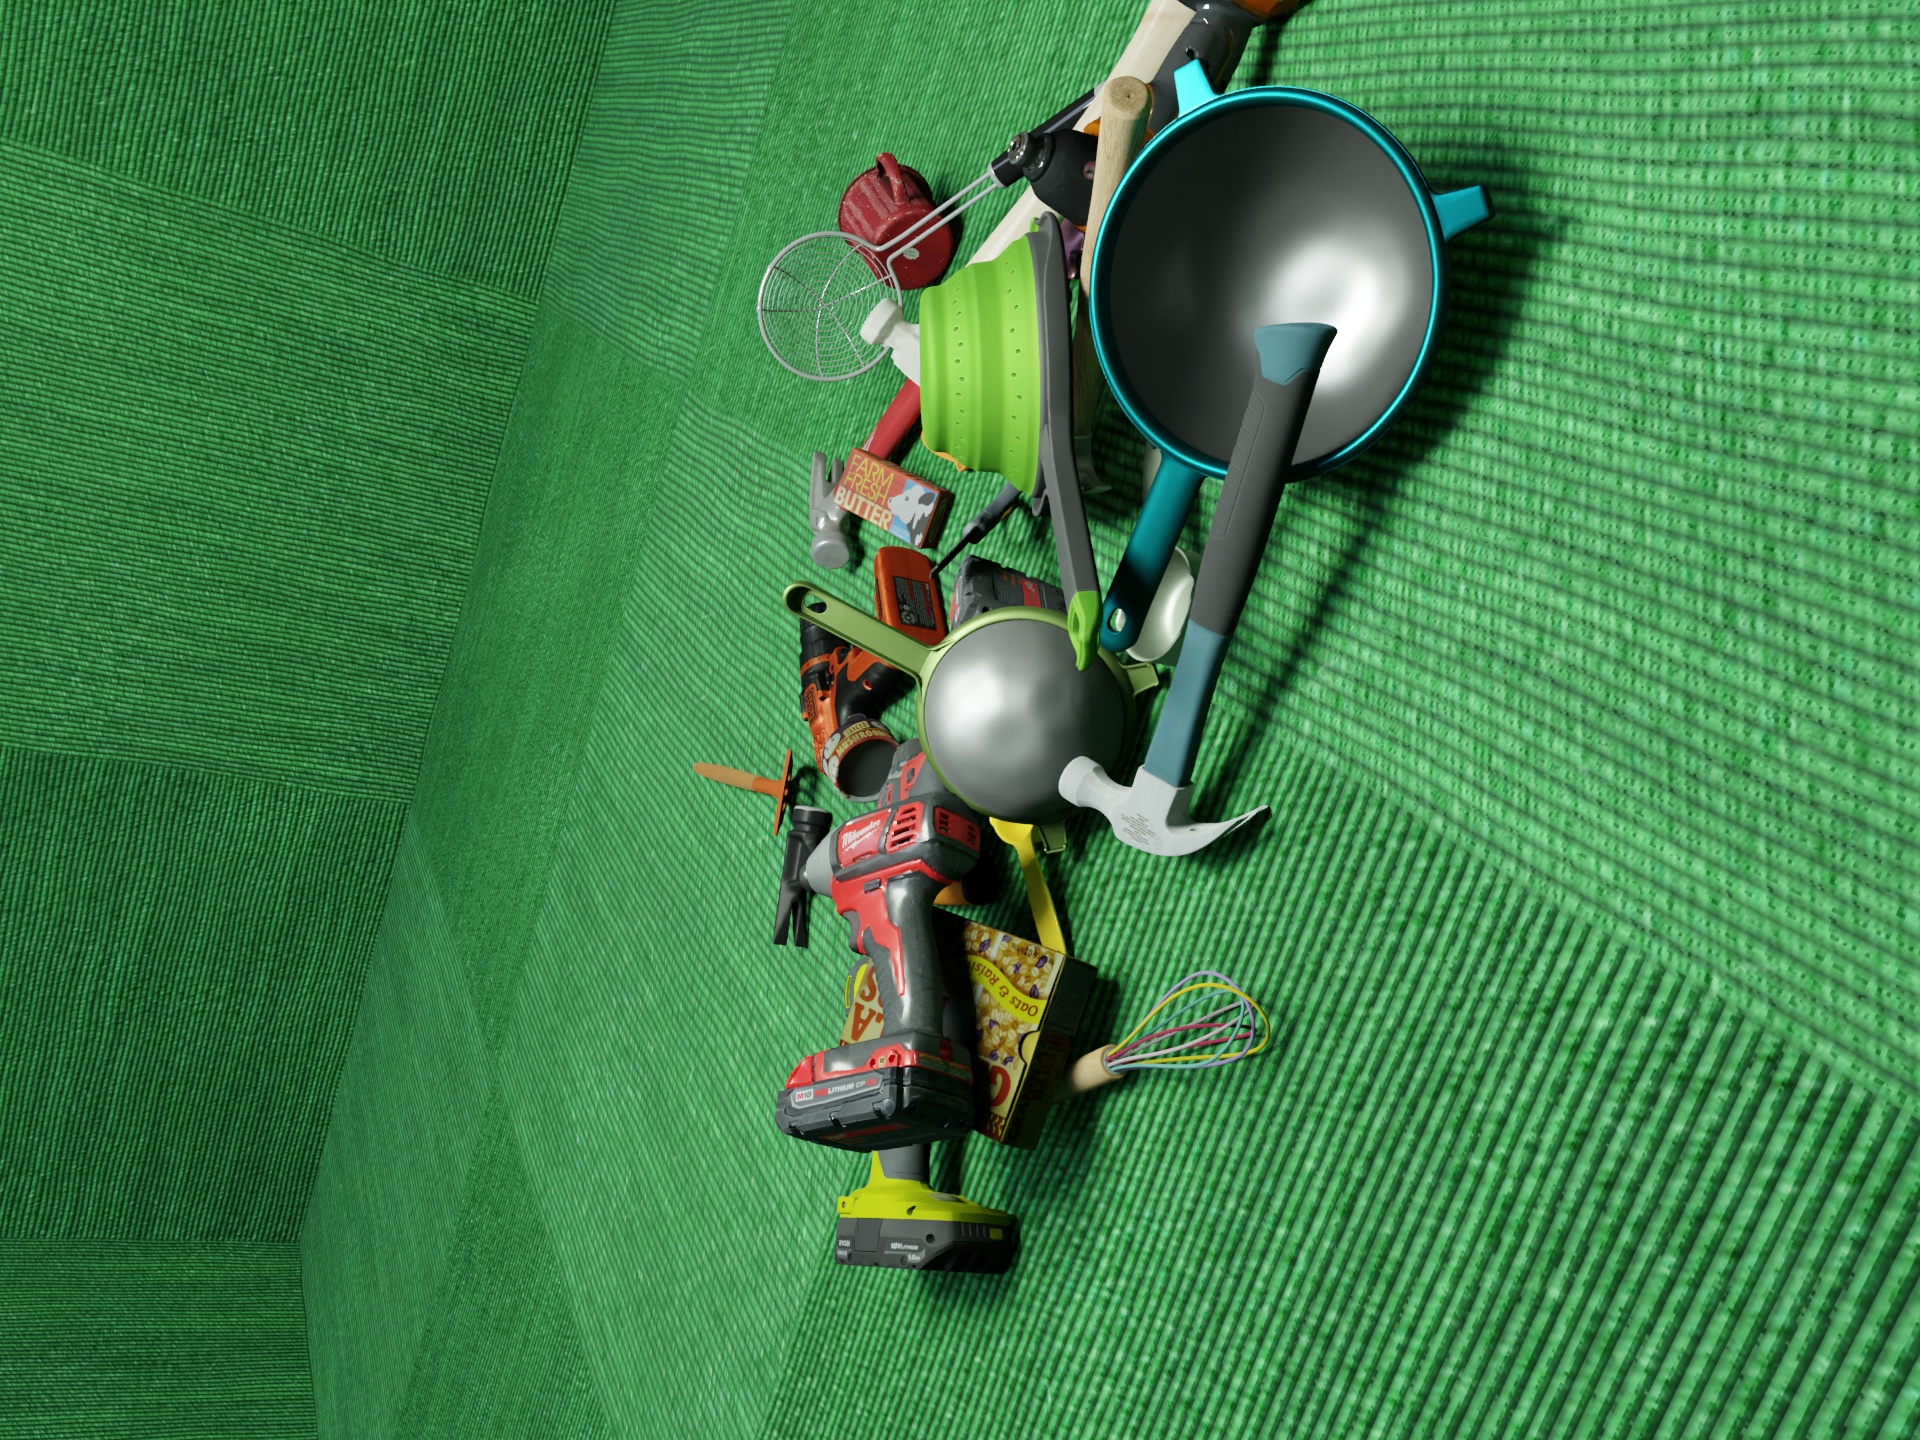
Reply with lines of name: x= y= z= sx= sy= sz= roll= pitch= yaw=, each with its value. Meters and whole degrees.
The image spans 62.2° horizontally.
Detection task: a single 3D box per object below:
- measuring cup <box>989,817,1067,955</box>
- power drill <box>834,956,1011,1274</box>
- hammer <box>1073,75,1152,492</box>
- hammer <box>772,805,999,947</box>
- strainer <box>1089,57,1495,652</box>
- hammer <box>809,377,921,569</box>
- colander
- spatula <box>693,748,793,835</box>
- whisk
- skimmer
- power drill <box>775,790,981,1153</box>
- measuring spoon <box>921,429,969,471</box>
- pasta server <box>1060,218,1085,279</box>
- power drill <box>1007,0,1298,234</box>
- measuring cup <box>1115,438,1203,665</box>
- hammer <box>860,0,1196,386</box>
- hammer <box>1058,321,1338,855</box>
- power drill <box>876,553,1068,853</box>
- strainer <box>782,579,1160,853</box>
measuring cup: x=0.060 y=0.104 z=1.109 sx=0.062 sy=0.029 sz=0.157 roll=-40 pitch=57 yaw=46
power drill: x=-0.013 y=0.267 z=1.120 sx=0.190 sy=0.080 sz=0.229 roll=-19 pitch=61 yaw=48
hammer: x=0.087 y=-0.266 z=1.028 sx=0.331 sy=0.031 sz=0.130 roll=94 pitch=172 yaw=-61
hammer: x=-0.068 y=0.134 z=1.306 sx=0.337 sy=0.034 sz=0.127 roll=-5 pitch=75 yaw=60
strainer: x=0.166 y=-0.192 z=0.933 sx=0.211 sy=0.095 sz=0.340 roll=34 pitch=123 yaw=22
hammer: x=-0.035 y=-0.304 z=1.396 sx=0.386 sy=0.038 sz=0.143 roll=-48 pitch=34 yaw=40
colander: x=0.025 y=-0.181 z=1.034 sx=0.204 sy=0.094 sz=0.398 roll=91 pitch=176 yaw=-47
spatula: x=-0.219 y=0.060 z=1.594 sx=0.323 sy=0.041 sz=0.081 roll=7 pitch=87 yaw=62
whisk: x=0.108 y=0.207 z=0.968 sx=0.245 sy=0.047 sz=0.051 roll=-41 pitch=34 yaw=53
skimmer: x=-0.020 y=-0.402 z=1.307 sx=0.363 sy=0.127 sz=0.090 roll=-23 pitch=31 yaw=39
power drill: x=-0.056 y=0.162 z=1.042 sx=0.143 sy=0.078 sz=0.220 roll=-20 pitch=56 yaw=36
measuring spoon: x=-0.011 y=-0.235 z=1.365 sx=0.021 sy=0.011 sz=0.117 roll=-65 pitch=28 yaw=14
pasta server: x=0.116 y=-0.435 z=1.181 sx=0.316 sy=0.060 sz=0.040 roll=-57 pitch=-2 yaw=30
power drill: x=0.127 y=-0.421 z=1.031 sx=0.084 sy=0.164 sz=0.226 roll=28 pitch=103 yaw=60
measuring cup: x=0.139 y=-0.114 z=1.029 sx=0.083 sy=0.038 sz=0.168 roll=-29 pitch=53 yaw=54
hammer: x=0.093 y=-0.404 z=1.168 sx=0.410 sy=0.146 sz=0.038 roll=-51 pitch=2 yaw=26
hammer: x=0.145 y=-0.067 z=0.905 sx=0.128 sy=0.033 sz=0.330 roll=32 pitch=123 yaw=33
power drill: x=-0.002 y=-0.004 z=1.176 sx=0.188 sy=0.080 sz=0.226 roll=-91 pitch=23 yaw=-66
strainer: x=-0.008 y=-0.020 z=1.040 sx=0.151 sy=0.256 sz=0.069 roll=-62 pitch=-2 yaw=19
